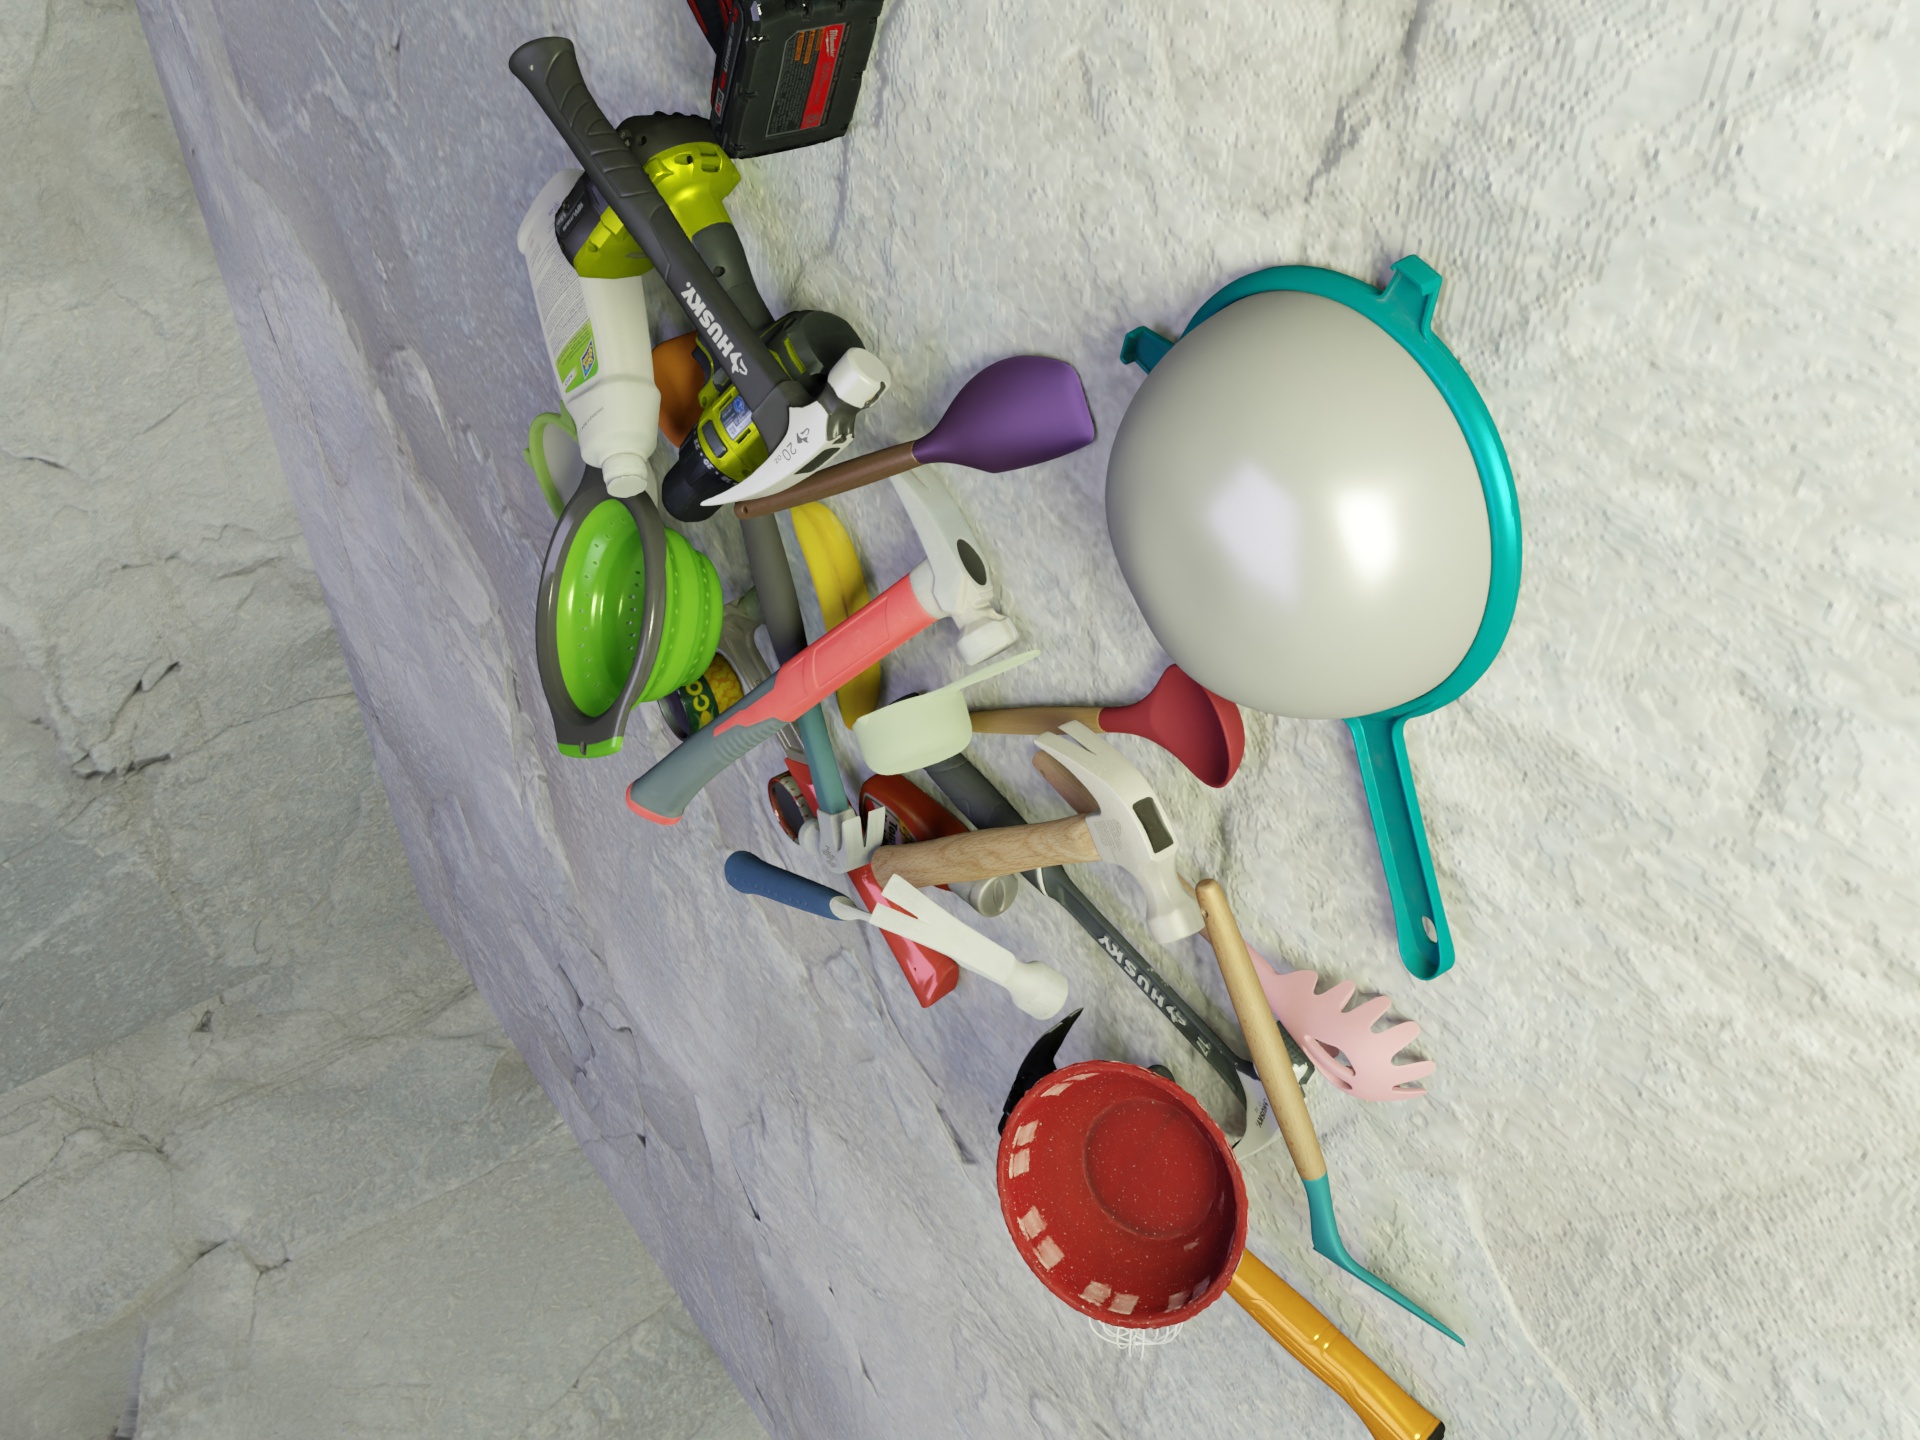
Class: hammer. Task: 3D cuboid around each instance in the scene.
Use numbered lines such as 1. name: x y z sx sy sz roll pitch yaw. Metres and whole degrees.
1. hammer: -0.181 -0.285 0.978 0.146 0.035 0.335 -41 78 34
2. hammer: -0.125 -0.033 1.096 0.386 0.038 0.143 -32 83 40
3. hammer: -0.111 0.070 1.284 0.149 0.036 0.359 -32 87 43
4. hammer: -0.121 -0.042 1.157 0.128 0.033 0.331 17 124 62
5. hammer: 0.162 0.329 1.004 0.337 0.034 0.127 39 134 25
6. hammer: 0.071 0.116 1.035 0.409 0.036 0.149 46 149 33
7. hammer: -0.086 0.137 1.179 0.144 0.035 0.406 35 166 -28
8. hammer: 0.026 0.080 1.007 0.331 0.031 0.130 -17 95 60

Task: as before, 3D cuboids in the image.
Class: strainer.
1. strainer: -0.278 -0.164 1.388 0.256 0.069 0.151 58 151 -7
2. strainer: 0.148 -0.023 0.710 0.211 0.095 0.340 6 116 59

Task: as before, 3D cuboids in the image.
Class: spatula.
1. spatula: -0.041 -0.157 0.950 0.316 0.018 0.059 -9 104 47
2. spatula: 0.189 0.216 0.857 0.082 0.044 0.317 16 133 62

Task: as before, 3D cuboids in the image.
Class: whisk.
1. whisk: 0.127 0.346 1.109 0.070 0.070 0.284 36 137 43

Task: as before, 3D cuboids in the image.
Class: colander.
1. colander: -0.250 -0.167 1.263 0.204 0.094 0.397 -4 83 51

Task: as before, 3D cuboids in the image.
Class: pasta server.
1. pasta server: 0.141 0.107 0.913 0.317 0.040 0.060 45 148 40

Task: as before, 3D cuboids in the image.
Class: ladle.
1. ladle: 0.073 0.001 0.942 0.315 0.031 0.069 0 108 63

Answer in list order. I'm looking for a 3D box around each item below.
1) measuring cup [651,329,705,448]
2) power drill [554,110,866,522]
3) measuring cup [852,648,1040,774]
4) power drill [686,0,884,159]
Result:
1. measuring cup: -0.174 -0.221 1.158 0.174 0.052 0.095 43 146 39
2. power drill: -0.174 -0.260 1.051 0.190 0.080 0.228 -35 80 40
3. measuring cup: -0.002 -0.003 1.005 0.167 0.083 0.038 -25 78 47
4. power drill: -0.132 -0.448 0.872 0.227 0.080 0.187 59 152 16
